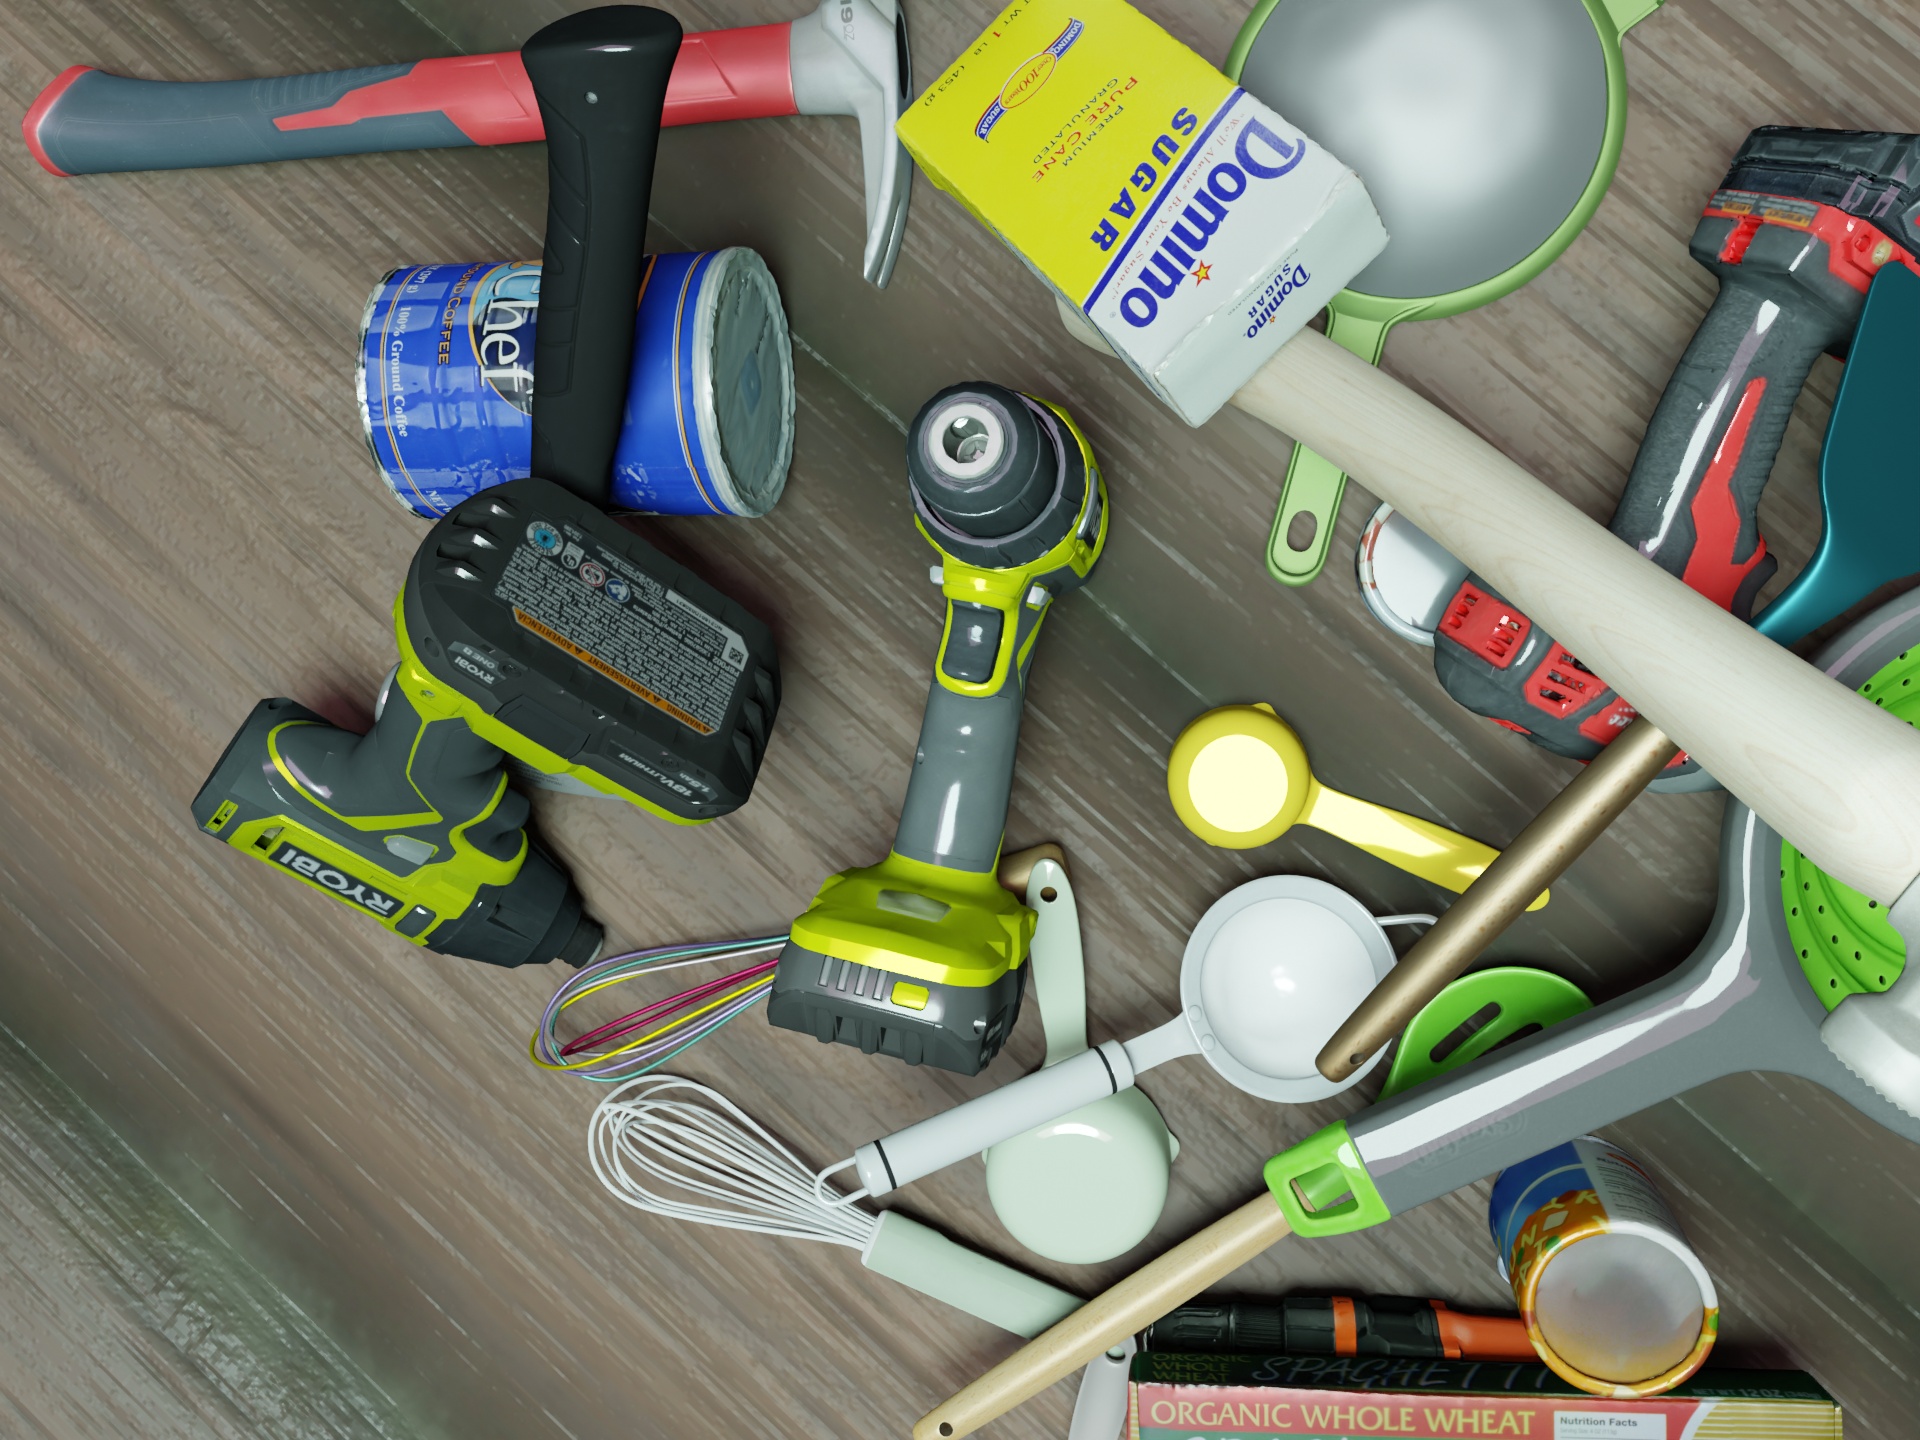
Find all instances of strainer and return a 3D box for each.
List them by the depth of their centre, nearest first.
[{"bbox_3d":[0.154,-0.174,0.581,0.151,0.069,0.256,15,96,9],"label":"strainer"},{"bbox_3d":[0.065,0.127,0.608,0.258,0.050,0.087,-20,83,-12],"label":"strainer"}]

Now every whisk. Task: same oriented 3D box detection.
[{"bbox_3d":[-0.070,0.102,0.665,0.245,0.047,0.051,-20,90,9],"label":"whisk"},{"bbox_3d":[-0.043,0.214,0.670,0.246,0.059,0.057,23,143,5],"label":"whisk"}]

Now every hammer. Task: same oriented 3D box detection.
[{"bbox_3d":[0.177,-0.072,0.510,0.411,0.038,0.146,46,112,32],"label":"hammer"},{"bbox_3d":[-0.133,-0.089,0.567,0.146,0.035,0.334,17,135,-4],"label":"hammer"},{"bbox_3d":[-0.211,-0.242,0.664,0.386,0.038,0.143,-1,96,11],"label":"hammer"}]

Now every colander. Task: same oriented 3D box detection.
[{"bbox_3d":[0.292,0.081,0.564,0.397,0.094,0.204,-28,89,13],"label":"colander"}]

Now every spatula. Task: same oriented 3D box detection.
[{"bbox_3d":[0.223,0.004,0.526,0.082,0.044,0.317,30,110,-24],"label":"spatula"}]

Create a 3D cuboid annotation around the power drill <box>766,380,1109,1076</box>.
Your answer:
[{"bbox_3d":[-0.001,-0.002,0.555,0.080,0.190,0.228,12,92,9],"label":"power drill"}]

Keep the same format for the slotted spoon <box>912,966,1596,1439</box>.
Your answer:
[{"bbox_3d":[0.112,0.198,0.623,0.314,0.031,0.070,-34,82,3],"label":"slotted spoon"}]

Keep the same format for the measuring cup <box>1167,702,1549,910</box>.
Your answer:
[{"bbox_3d":[0.155,0.041,0.620,0.156,0.029,0.062,22,99,10],"label":"measuring cup"}]

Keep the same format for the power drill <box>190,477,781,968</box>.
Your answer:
[{"bbox_3d":[-0.174,0.020,0.608,0.171,0.080,0.223,34,135,-23],"label":"power drill"}]

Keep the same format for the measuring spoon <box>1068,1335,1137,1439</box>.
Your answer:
[{"bbox_3d":[0.055,0.298,0.661,0.034,0.018,0.124,15,108,8],"label":"measuring spoon"}]

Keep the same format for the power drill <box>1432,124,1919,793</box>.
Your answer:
[{"bbox_3d":[0.275,-0.077,0.551,0.143,0.079,0.219,23,105,-21],"label":"power drill"}]

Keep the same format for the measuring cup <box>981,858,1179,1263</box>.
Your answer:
[{"bbox_3d":[0.042,0.140,0.637,0.083,0.038,0.167,-5,103,9],"label":"measuring cup"}]
